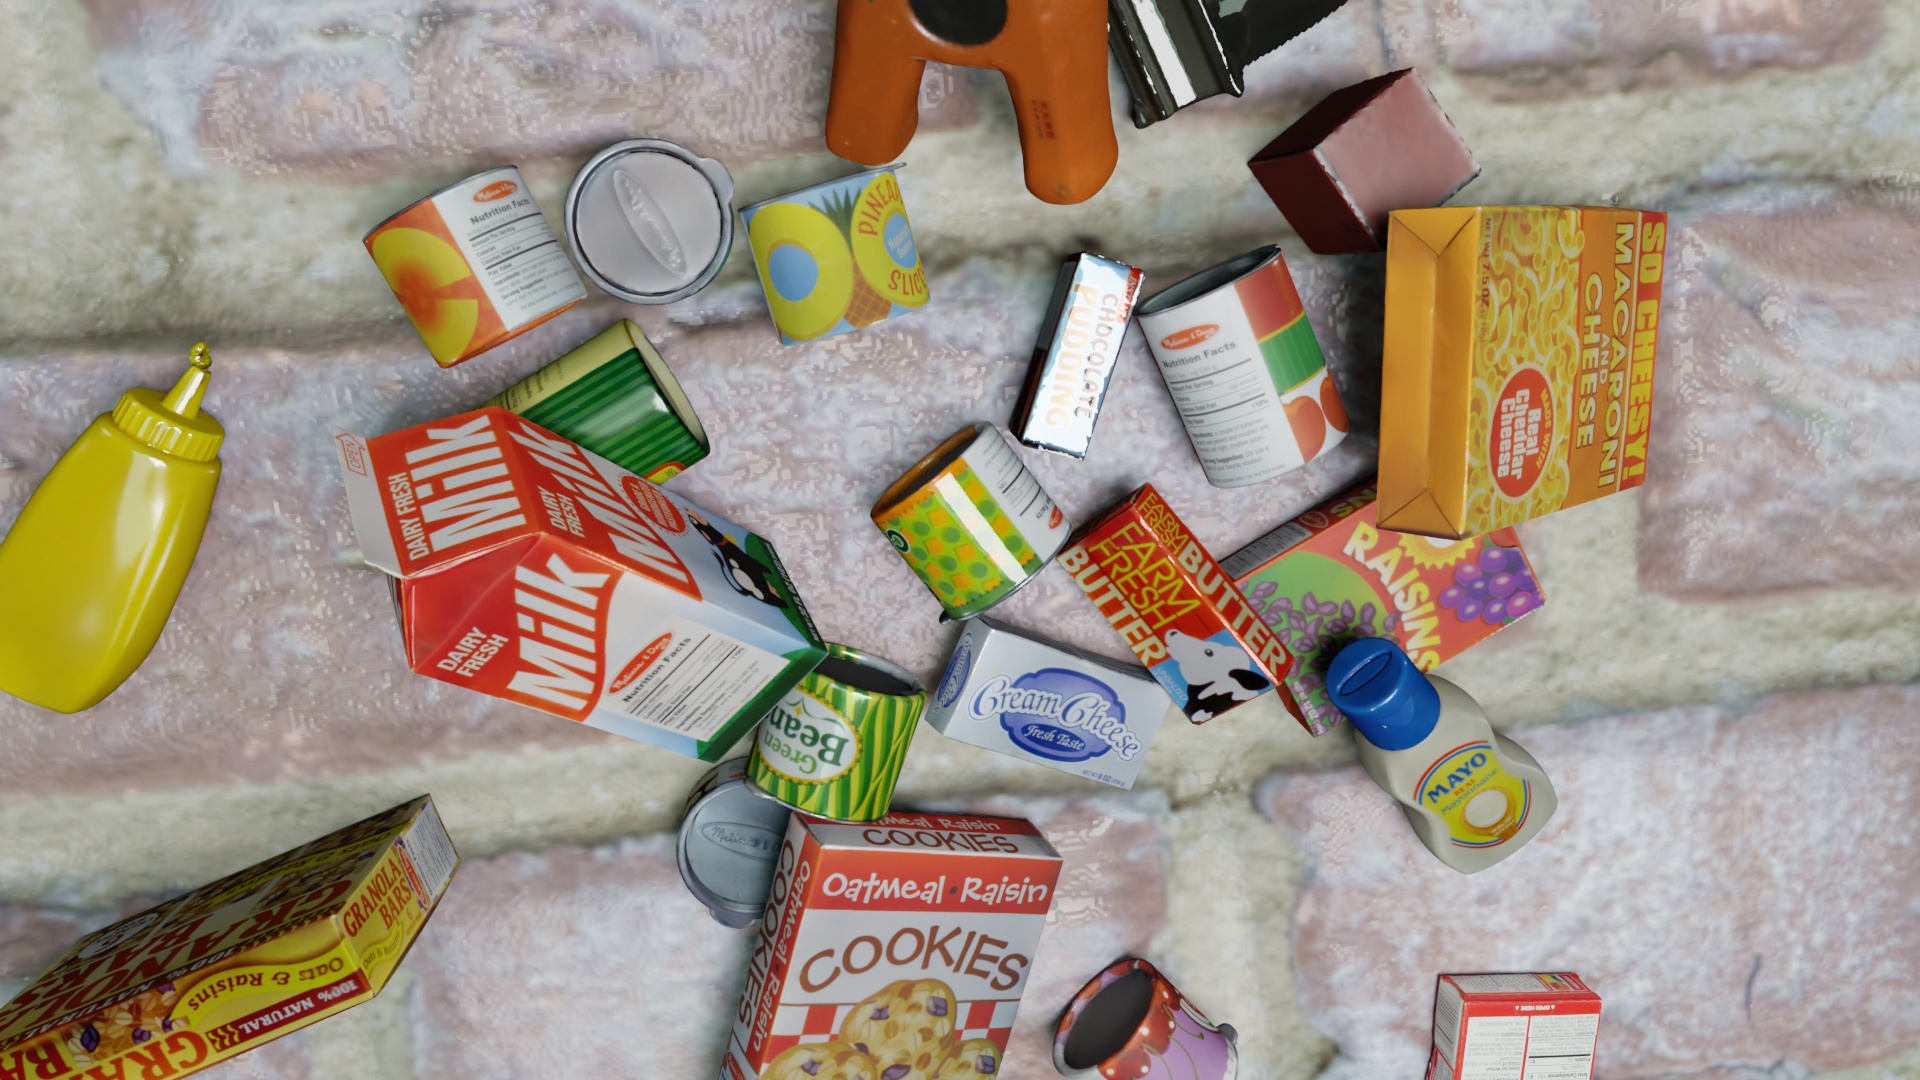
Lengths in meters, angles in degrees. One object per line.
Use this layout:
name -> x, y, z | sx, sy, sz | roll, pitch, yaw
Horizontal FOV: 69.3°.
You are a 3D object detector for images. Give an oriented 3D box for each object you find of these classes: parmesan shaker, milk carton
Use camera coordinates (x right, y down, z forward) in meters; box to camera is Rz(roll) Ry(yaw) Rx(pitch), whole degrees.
parmesan shaker -> -0.162, -0.036, 0.565 | 0.103, 0.071, 0.071 | -31, 103, 0
milk carton -> -0.145, 0.015, 0.521 | 0.073, 0.072, 0.190 | -44, 141, 13

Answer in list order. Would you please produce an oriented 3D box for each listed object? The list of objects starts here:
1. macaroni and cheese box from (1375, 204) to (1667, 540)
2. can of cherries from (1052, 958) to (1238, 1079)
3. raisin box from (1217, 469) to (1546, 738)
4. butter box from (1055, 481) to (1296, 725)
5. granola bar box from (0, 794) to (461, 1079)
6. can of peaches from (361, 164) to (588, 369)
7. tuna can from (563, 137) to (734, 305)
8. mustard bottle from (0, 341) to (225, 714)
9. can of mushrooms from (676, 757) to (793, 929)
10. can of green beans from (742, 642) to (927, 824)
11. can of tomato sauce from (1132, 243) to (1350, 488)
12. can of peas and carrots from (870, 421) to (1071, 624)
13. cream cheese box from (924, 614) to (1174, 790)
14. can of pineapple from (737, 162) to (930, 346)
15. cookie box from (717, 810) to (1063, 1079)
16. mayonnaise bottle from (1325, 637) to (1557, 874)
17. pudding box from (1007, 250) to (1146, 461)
macaroni and cheese box -> 0.233, -0.074, 0.571 | 0.167, 0.040, 0.123 | -11, 106, -42
can of cherries -> 0.087, 0.237, 0.648 | 0.071, 0.071, 0.058 | -44, 101, 3
raisin box -> 0.189, 0.019, 0.629 | 0.123, 0.040, 0.086 | -30, 101, -1
butter box -> 0.093, 0.029, 0.608 | 0.103, 0.024, 0.053 | 50, 133, -4
granola bar box -> -0.301, 0.172, 0.563 | 0.166, 0.124, 0.039 | -22, 101, -1
can of peaches -> -0.193, -0.107, 0.553 | 0.071, 0.071, 0.058 | -28, 103, 0
tuna can -> -0.124, -0.132, 0.570 | 0.071, 0.033, 0.071 | -1, 101, -6
mustard bottle -> -0.339, -0.010, 0.563 | 0.065, 0.049, 0.160 | 31, 95, -11
can of mushrooms -> -0.094, 0.135, 0.624 | 0.071, 0.033, 0.071 | -1, 101, -7
can of green beans -> -0.054, 0.082, 0.601 | 0.071, 0.071, 0.057 | 17, 99, -9
can of tomato sauce -> 0.121, -0.074, 0.592 | 0.071, 0.071, 0.083 | -26, 103, 0
can of peas and carrots -> 0.002, -0.007, 0.591 | 0.071, 0.071, 0.058 | -38, 102, 2
cream cheese box -> 0.041, 0.072, 0.617 | 0.104, 0.024, 0.053 | 20, 97, -27
can of pineapple -> -0.049, -0.116, 0.563 | 0.071, 0.071, 0.057 | -17, 103, -3
cookie box -> -0.035, 0.205, 0.620 | 0.123, 0.040, 0.167 | 10, 100, -31
mayonnaise bottle -> 0.211, 0.094, 0.617 | 0.064, 0.041, 0.148 | -42, 127, 9
pudding box -> 0.048, -0.079, 0.590 | 0.030, 0.050, 0.083 | 17, 98, -7
